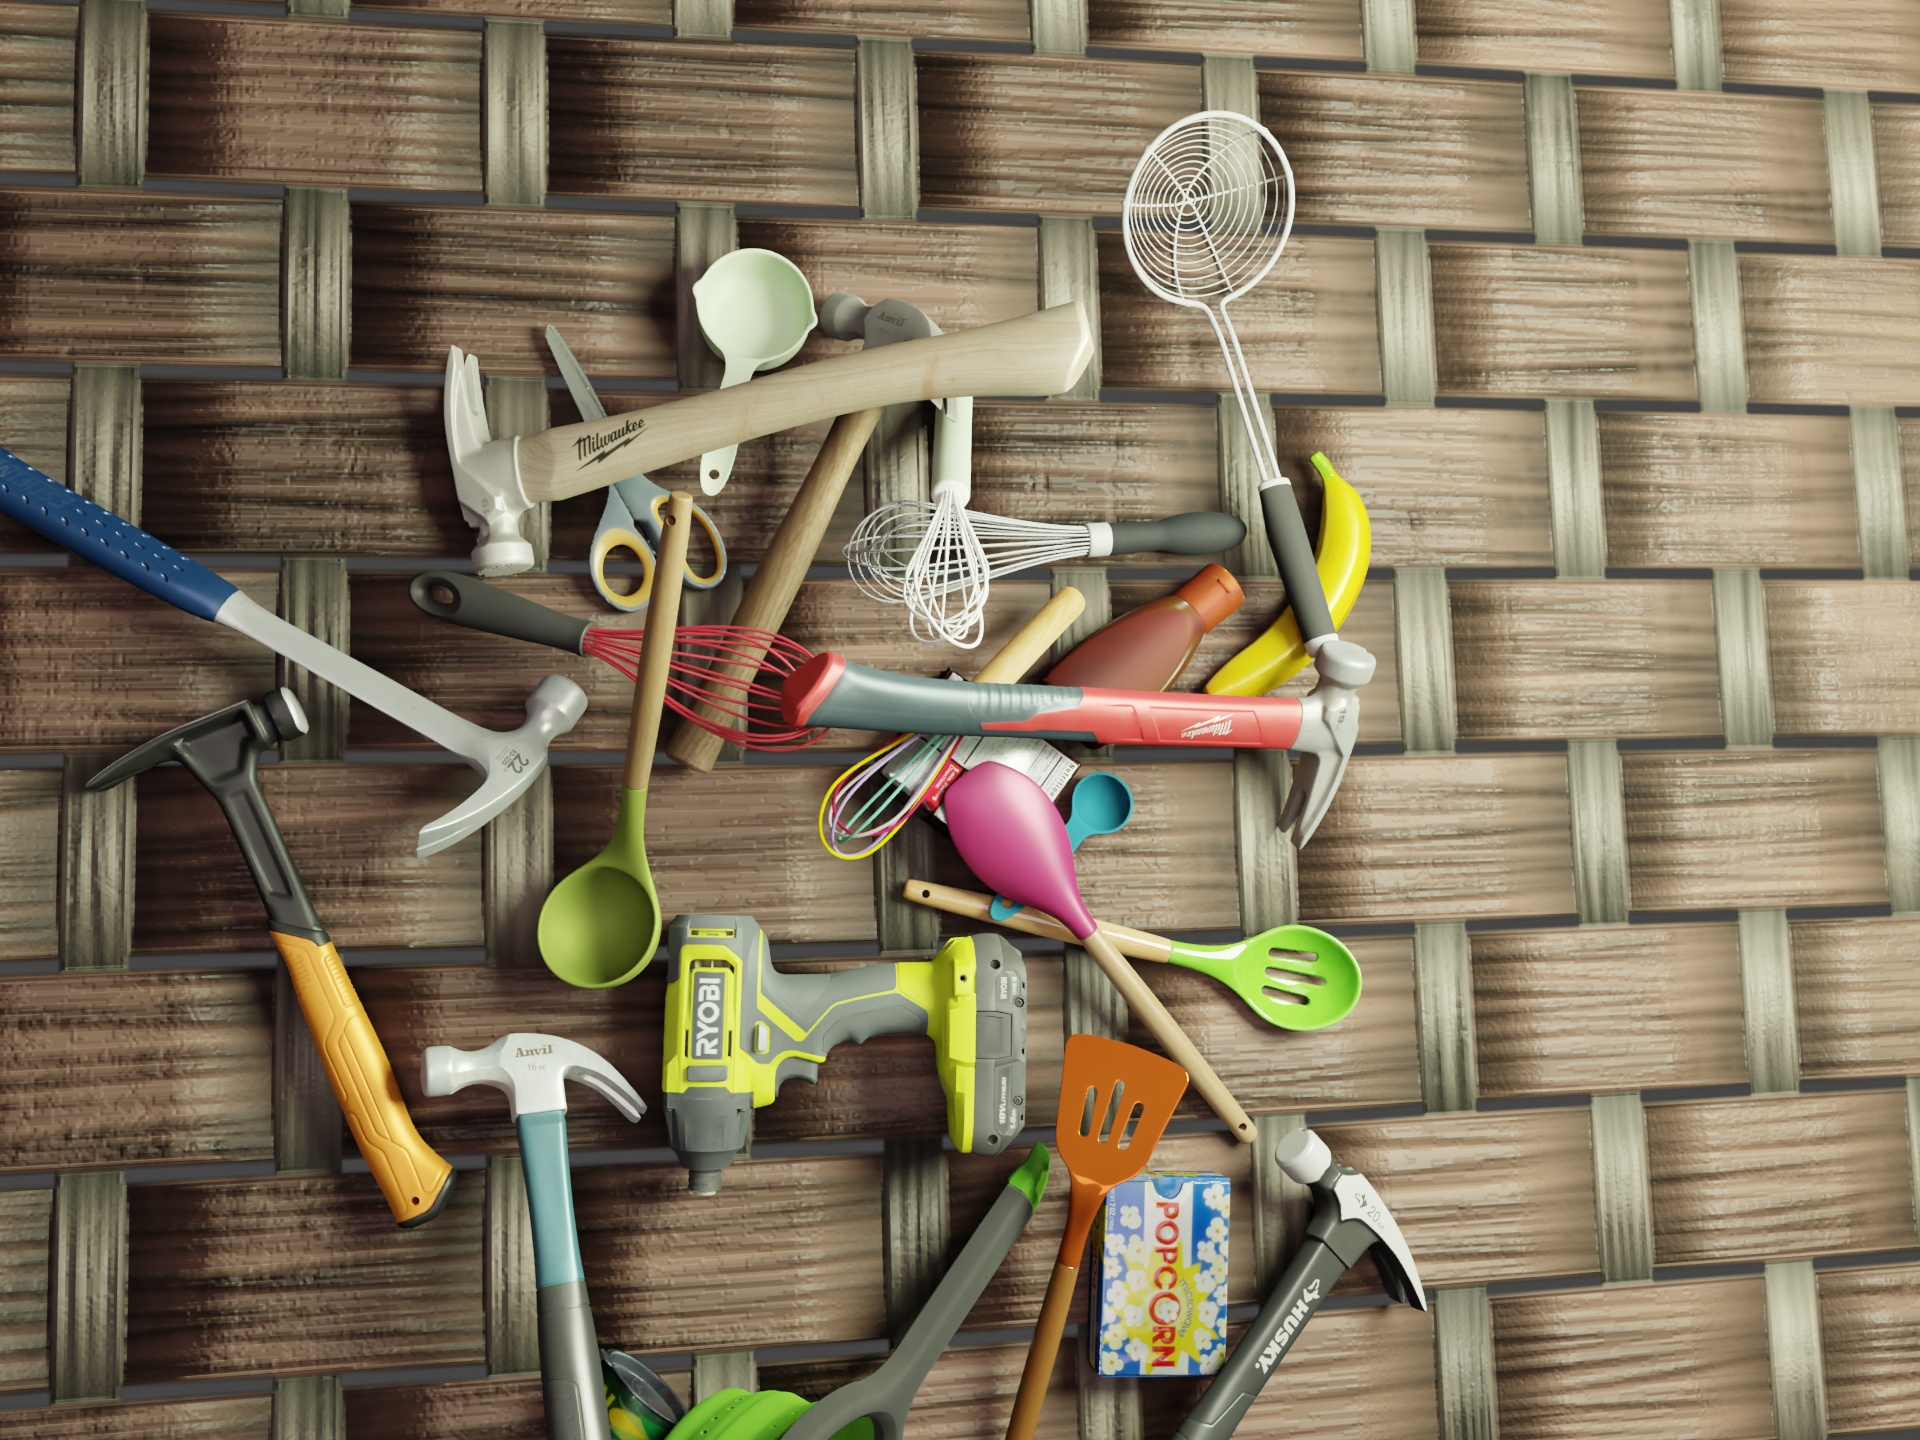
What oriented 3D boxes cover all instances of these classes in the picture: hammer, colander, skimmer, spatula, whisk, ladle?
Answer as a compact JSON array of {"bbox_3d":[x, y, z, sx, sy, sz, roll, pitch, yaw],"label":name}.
[{"bbox_3d":[-0.440,-0.060,0.967,0.405,0.035,0.144,29,53,-2],"label":"hammer"},{"bbox_3d":[-0.084,0.408,0.969,0.094,0.204,0.397,24,61,28],"label":"colander"},{"bbox_3d":[0.201,-0.224,1.065,0.127,0.090,0.363,-12,79,-12],"label":"skimmer"},{"bbox_3d":[0.064,0.363,1.009,0.081,0.041,0.322,16,96,11],"label":"spatula"},{"bbox_3d":[-0.402,0.155,0.971,0.127,0.034,0.337,-25,89,-12],"label":"hammer"},{"bbox_3d":[0.169,0.432,0.999,0.146,0.035,0.335,48,68,-15],"label":"hammer"},{"bbox_3d":[-0.231,0.341,0.918,0.128,0.033,0.331,-2,61,-26],"label":"hammer"},{"bbox_3d":[-0.006,-0.136,1.002,0.059,0.058,0.247,36,37,-31],"label":"whisk"},{"bbox_3d":[-0.211,-0.045,0.981,0.296,0.073,0.073,16,82,13],"label":"whisk"},{"bbox_3d":[0.076,0.010,0.990,0.386,0.038,0.143,3,116,-23],"label":"hammer"},{"bbox_3d":[-0.002,-0.005,1.008,0.047,0.051,0.245,43,67,3],"label":"whisk"},{"bbox_3d":[-0.124,-0.202,0.981,0.410,0.038,0.146,-12,87,11],"label":"hammer"},{"bbox_3d":[-0.194,0.019,0.936,0.078,0.062,0.320,21,116,14],"label":"ladle"},{"bbox_3d":[0.060,-0.120,1.068,0.284,0.070,0.070,-5,85,-15],"label":"whisk"},{"bbox_3d":[-0.102,-0.119,1.026,0.130,0.031,0.331,24,87,38],"label":"hammer"}]

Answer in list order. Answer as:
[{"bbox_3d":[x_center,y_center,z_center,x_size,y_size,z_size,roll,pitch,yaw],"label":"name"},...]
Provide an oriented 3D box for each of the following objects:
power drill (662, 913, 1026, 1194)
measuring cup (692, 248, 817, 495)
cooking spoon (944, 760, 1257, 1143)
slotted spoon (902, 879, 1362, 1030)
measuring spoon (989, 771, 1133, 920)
[{"bbox_3d":[-0.074,0.210,1.002,0.223,0.080,0.171,2,83,-5],"label":"power drill"},{"bbox_3d":[-0.147,-0.226,1.050,0.083,0.038,0.167,14,84,-8],"label":"measuring cup"},{"bbox_3d":[0.099,0.158,1.039,0.069,0.017,0.318,-39,101,-4],"label":"cooking spoon"},{"bbox_3d":[0.115,0.146,1.063,0.313,0.031,0.070,14,85,-6],"label":"slotted spoon"},{"bbox_3d":[0.064,0.086,1.059,0.042,0.021,0.128,44,76,4],"label":"measuring spoon"}]
